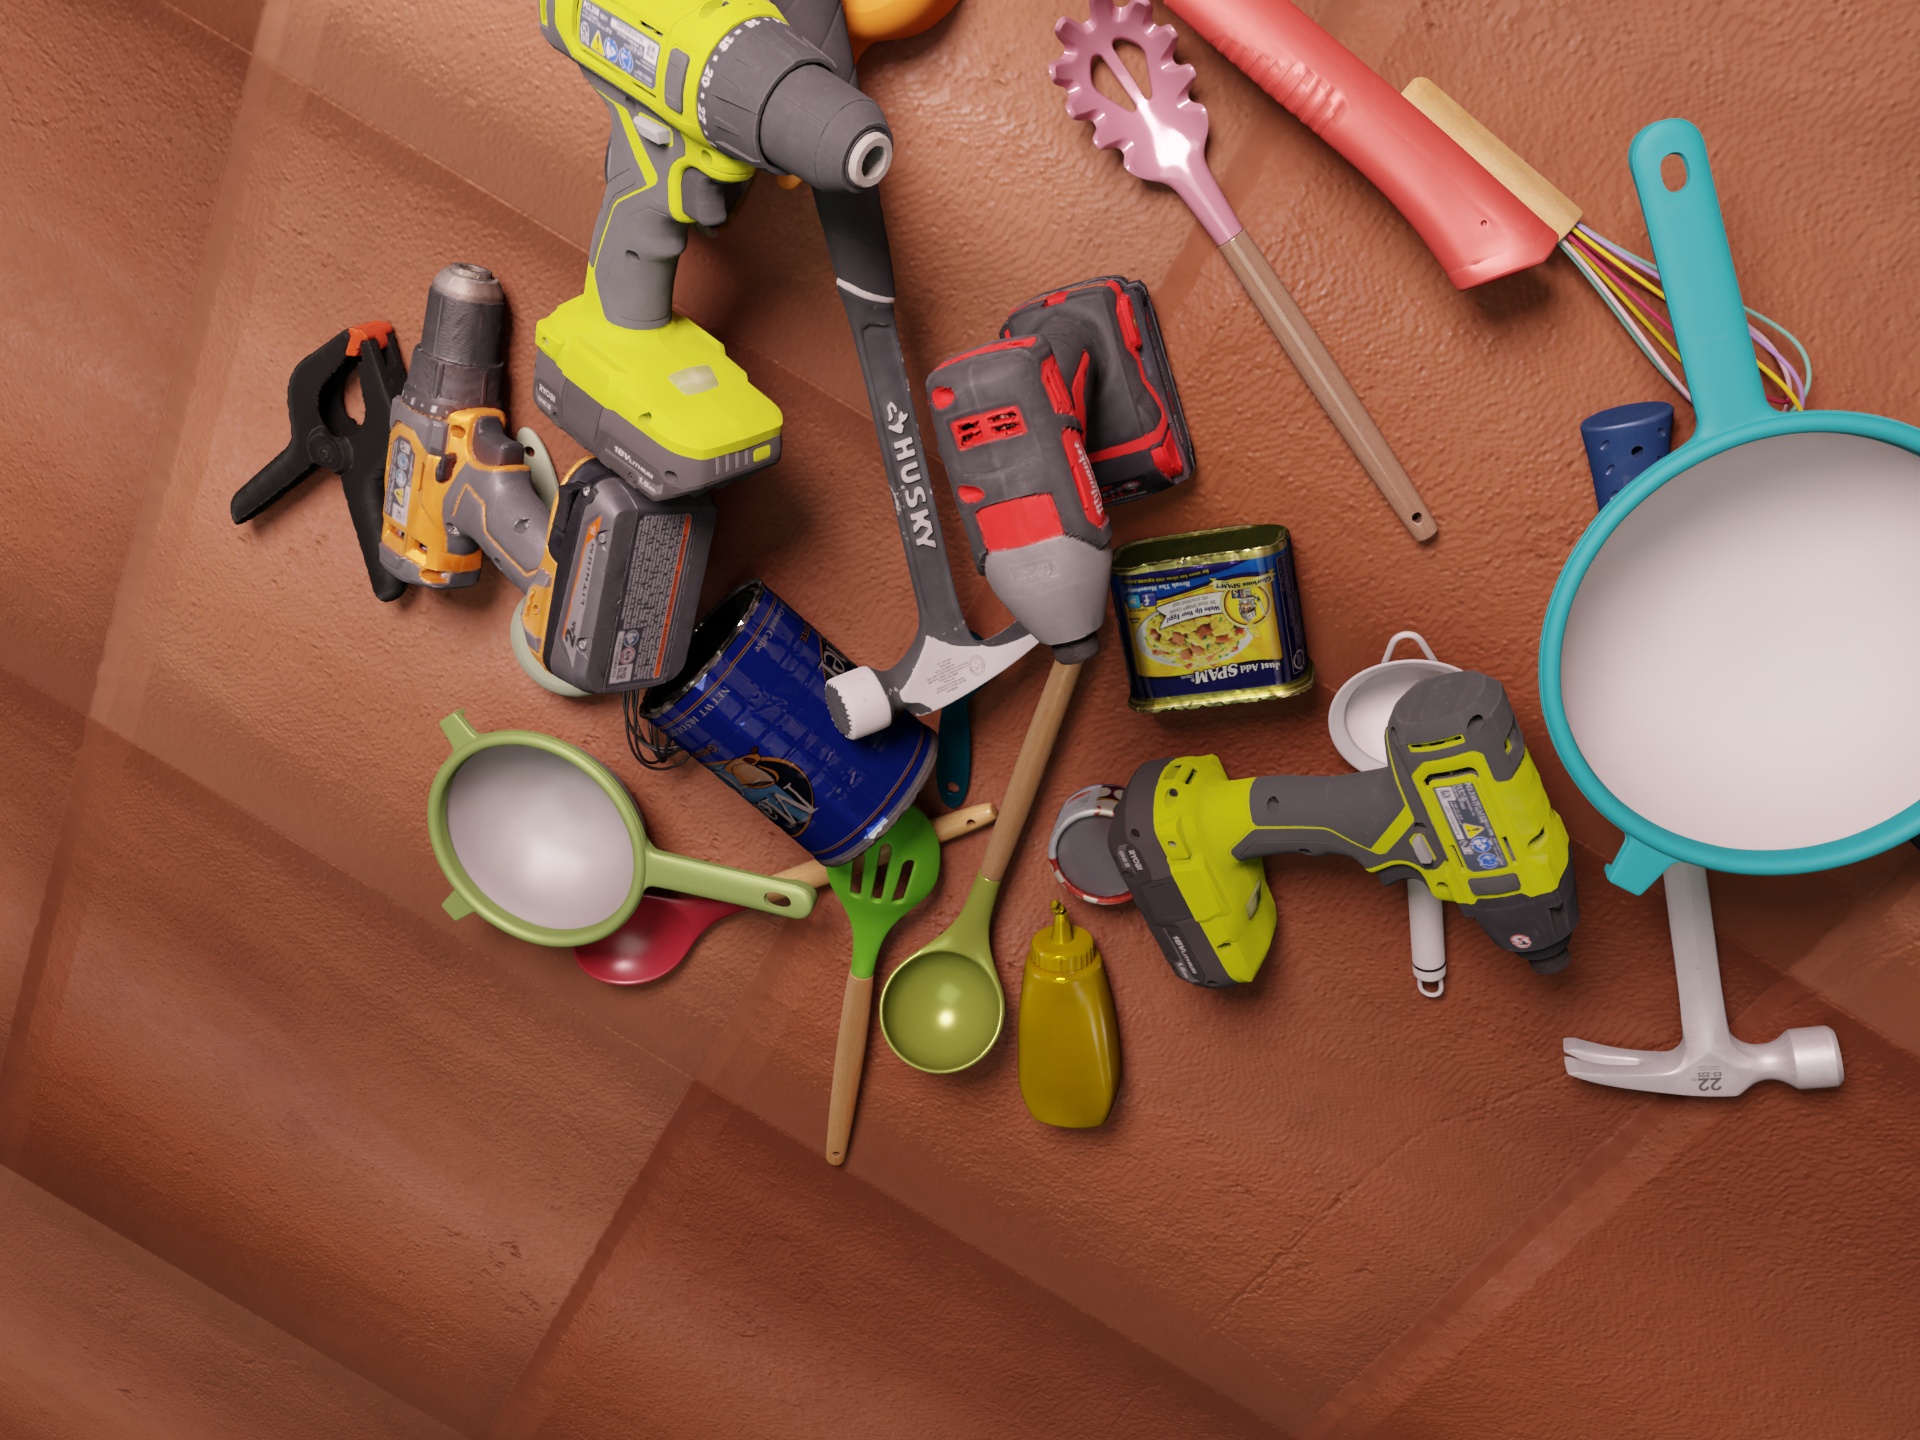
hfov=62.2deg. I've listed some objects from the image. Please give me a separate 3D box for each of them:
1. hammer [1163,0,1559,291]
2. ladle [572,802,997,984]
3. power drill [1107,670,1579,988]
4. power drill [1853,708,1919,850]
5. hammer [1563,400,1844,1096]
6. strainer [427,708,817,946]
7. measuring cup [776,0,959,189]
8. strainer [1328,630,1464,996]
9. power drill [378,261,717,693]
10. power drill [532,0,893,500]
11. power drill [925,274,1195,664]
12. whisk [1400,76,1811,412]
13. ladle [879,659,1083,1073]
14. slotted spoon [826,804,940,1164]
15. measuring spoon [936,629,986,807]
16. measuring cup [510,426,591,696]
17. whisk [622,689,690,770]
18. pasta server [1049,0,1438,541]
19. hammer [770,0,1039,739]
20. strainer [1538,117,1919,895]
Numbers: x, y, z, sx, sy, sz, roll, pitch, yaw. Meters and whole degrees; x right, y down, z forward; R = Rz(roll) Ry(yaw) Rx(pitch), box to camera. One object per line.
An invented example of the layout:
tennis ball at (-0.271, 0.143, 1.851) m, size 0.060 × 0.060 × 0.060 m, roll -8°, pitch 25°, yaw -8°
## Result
hammer at (0.127, -0.326, 0.710) m, size 0.359 × 0.037 × 0.149 m, roll 38°, pitch 95°, yaw -4°
ladle at (-0.117, 0.106, 1.025) m, size 0.315 × 0.031 × 0.069 m, roll -21°, pitch 116°, yaw 21°
power drill at (0.208, 0.075, 0.858) m, size 0.223 × 0.080 × 0.171 m, roll -13°, pitch 115°, yaw 36°
power drill at (0.564, -0.003, 0.755) m, size 0.188 × 0.080 × 0.226 m, roll 43°, pitch 116°, yaw -7°
hammer at (0.373, 0.033, 0.846) m, size 0.144 × 0.035 × 0.405 m, roll -10°, pitch 112°, yaw 19°
strainer at (-0.207, 0.076, 1.010) m, size 0.256 × 0.069 × 0.151 m, roll 12°, pitch 116°, yaw 9°
measuring cup at (-0.060, -0.337, 0.776) m, size 0.095 × 0.052 × 0.173 m, roll 30°, pitch 117°, yaw 0°
strainer at (0.255, 0.054, 0.888) m, size 0.087 × 0.050 × 0.258 m, roll -2°, pitch 120°, yaw 18°
power drill at (-0.236, -0.135, 0.874) m, size 0.226 × 0.084 × 0.185 m, roll 31°, pitch 116°, yaw 32°
power drill at (-0.121, -0.221, 0.732) m, size 0.191 × 0.080 × 0.228 m, roll 39°, pitch 134°, yaw 24°
power drill at (0.051, -0.125, 0.753) m, size 0.078 × 0.220 × 0.143 m, roll -12°, pitch 111°, yaw 21°
whisk at (0.301, -0.216, 0.742) m, size 0.245 × 0.047 × 0.051 m, roll 40°, pitch 120°, yaw -2°
ladle at (0.024, 0.076, 0.943) m, size 0.078 × 0.062 × 0.320 m, roll 19°, pitch 117°, yaw 1°
slotted spoon at (-0.065, 0.183, 1.035) m, size 0.070 × 0.031 × 0.313 m, roll 8°, pitch 124°, yaw -3°
measuring spoon at (-0.002, -0.003, 0.949) m, size 0.042 × 0.021 × 0.128 m, roll 10°, pitch 127°, yaw 10°
measuring cup at (-0.246, -0.091, 0.956) m, size 0.083 × 0.038 × 0.167 m, roll -2°, pitch 117°, yaw 17°
whisk at (-0.174, -0.081, 0.940) m, size 0.055 × 0.055 × 0.238 m, roll 10°, pitch 113°, yaw 11°
pasta server at (0.149, -0.215, 0.787) m, size 0.060 × 0.040 × 0.316 m, roll -33°, pitch 104°, yaw 17°
hammer at (-0.037, -0.195, 0.792) m, size 0.149 × 0.036 × 0.408 m, roll -22°, pitch 117°, yaw -20°
strainer at (0.348, -0.100, 0.723) m, size 0.211 × 0.095 × 0.340 m, roll -17°, pitch 103°, yaw 13°
